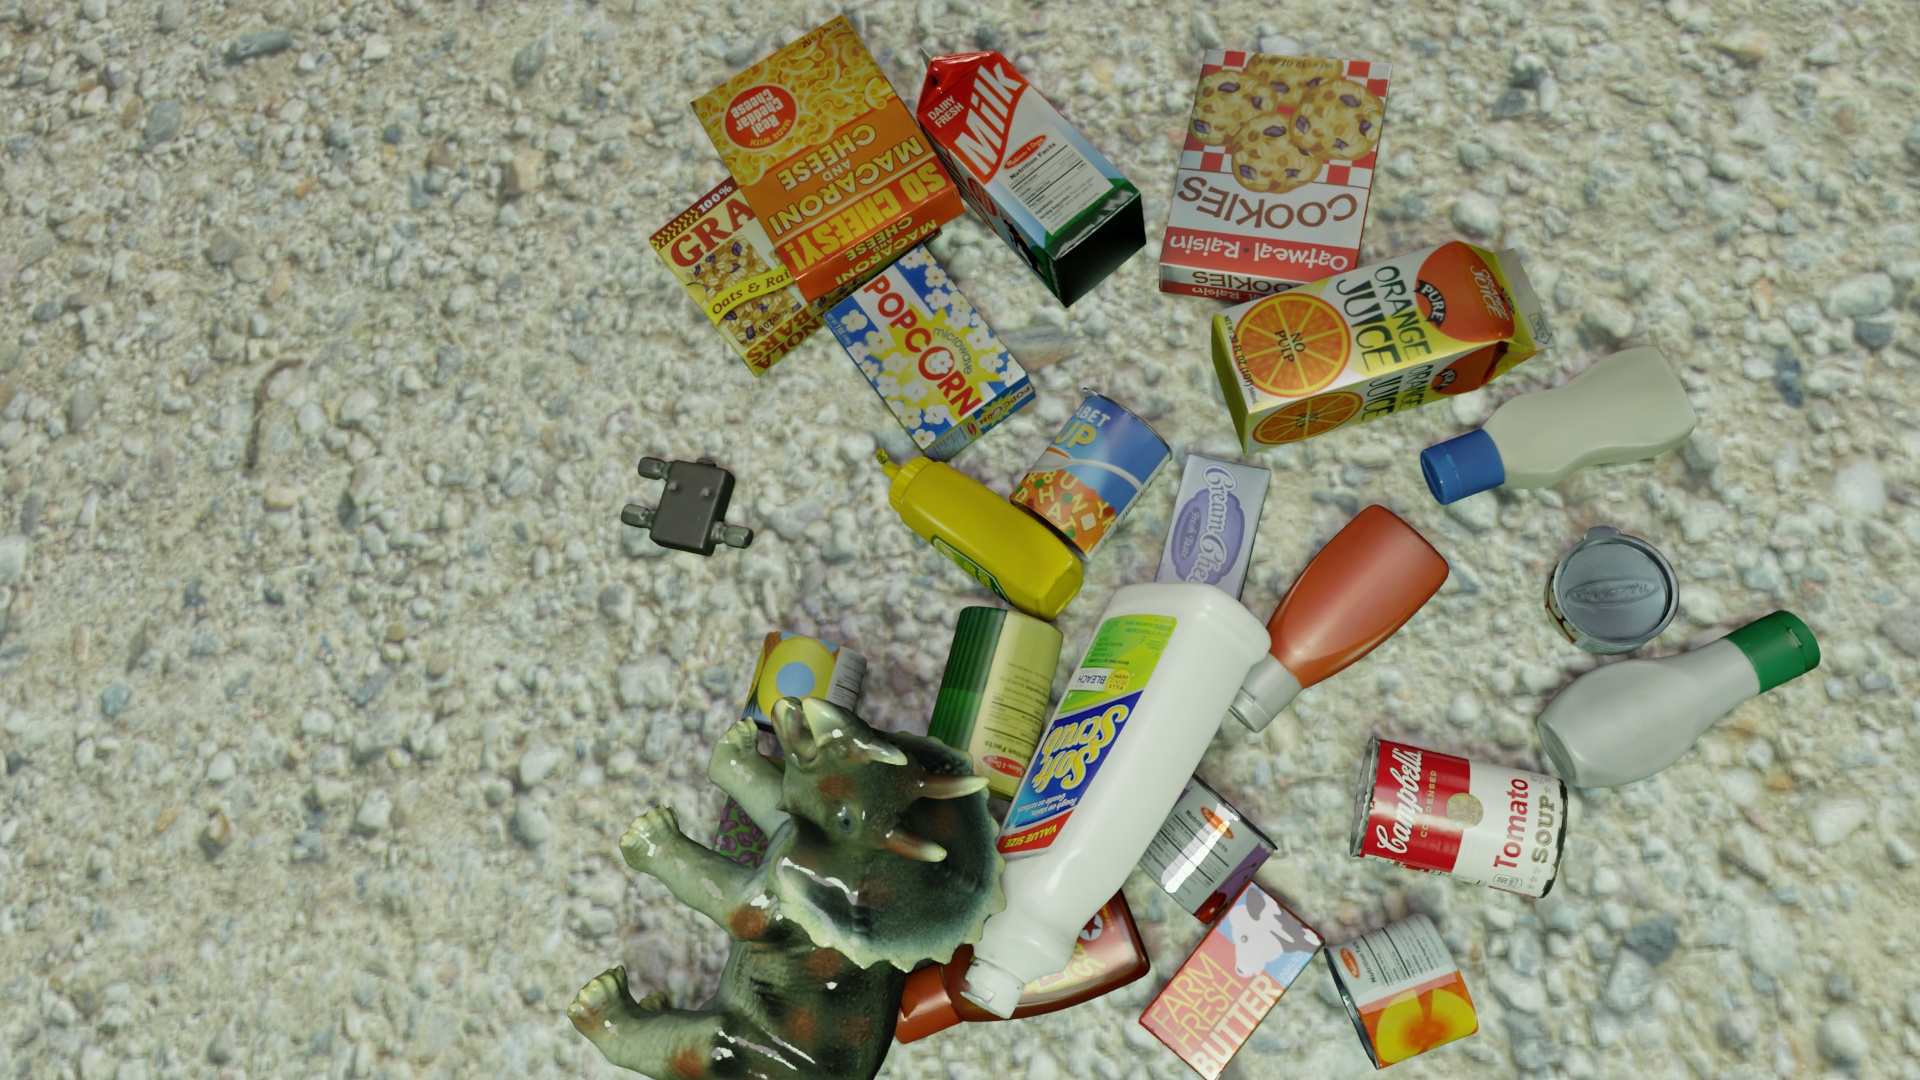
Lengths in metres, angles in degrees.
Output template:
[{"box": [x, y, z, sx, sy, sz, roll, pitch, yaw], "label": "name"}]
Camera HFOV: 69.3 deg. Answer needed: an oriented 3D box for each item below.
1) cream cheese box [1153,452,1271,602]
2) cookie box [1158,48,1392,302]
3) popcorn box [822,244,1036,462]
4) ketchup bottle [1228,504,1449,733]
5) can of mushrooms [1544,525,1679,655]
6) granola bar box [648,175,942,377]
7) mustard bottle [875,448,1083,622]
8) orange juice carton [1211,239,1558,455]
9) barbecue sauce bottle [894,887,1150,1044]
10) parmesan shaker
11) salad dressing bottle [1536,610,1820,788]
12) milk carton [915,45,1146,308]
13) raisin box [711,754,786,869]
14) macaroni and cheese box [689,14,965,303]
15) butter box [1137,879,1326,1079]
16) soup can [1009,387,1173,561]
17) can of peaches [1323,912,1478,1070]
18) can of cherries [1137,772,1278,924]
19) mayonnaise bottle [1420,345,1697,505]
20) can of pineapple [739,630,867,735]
[{"box": [0.153, 0.001, 0.855, 0.053, 0.024, 0.104, 13, 76, 15], "label": "cream cheese box"}, {"box": [0.207, -0.236, 0.912, 0.123, 0.040, 0.168, 10, 74, 14], "label": "cookie box"}, {"box": [-0.022, -0.123, 0.921, 0.085, 0.038, 0.127, -36, 70, -2], "label": "popcorn box"}, {"box": [0.214, 0.049, 0.817, 0.149, 0.043, 0.065, -43, 69, -4], "label": "ketchup bottle"}, {"box": [0.372, 0.029, 0.798, 0.071, 0.033, 0.071, -3, 72, 11], "label": "can of mushrooms"}, {"box": [-0.116, -0.212, 0.968, 0.165, 0.039, 0.124, -38, 69, -3], "label": "granola bar box"}, {"box": [0.003, -0.011, 0.870, 0.160, 0.065, 0.049, 35, 78, 25], "label": "mustard bottle"}, {"box": [0.256, -0.121, 0.848, 0.193, 0.073, 0.072, -16, 70, 5], "label": "orange juice carton"}, {"box": [0.029, 0.243, 0.792, 0.148, 0.043, 0.065, -23, 61, 4], "label": "barbecue sauce bottle"}, {"box": [0.020, 0.098, 0.831, 0.071, 0.071, 0.103, 12, 75, 15], "label": "parmesan shaker"}, {"box": [0.398, 0.086, 0.770, 0.148, 0.044, 0.064, -25, 68, 1], "label": "salad dressing bottle"}, {"box": [0.036, -0.255, 0.935, 0.073, 0.072, 0.191, -39, 71, -2], "label": "milk carton"}, {"box": [-0.082, 0.183, 0.836, 0.123, 0.040, 0.086, 11, 75, 16], "label": "raisin box"}, {"box": [-0.090, -0.258, 0.935, 0.124, 0.040, 0.167, -30, 69, 0], "label": "macaroni and cheese box"}, {"box": [0.151, 0.246, 0.777, 0.053, 0.024, 0.103, 39, 83, 19], "label": "butter box"}, {"box": [0.078, -0.040, 0.859, 0.071, 0.071, 0.084, 36, 83, 19], "label": "soup can"}, {"box": [0.235, 0.241, 0.742, 0.058, 0.071, 0.071, -23, 70, 3], "label": "can of peaches"}, {"box": [0.135, 0.172, 0.782, 0.071, 0.071, 0.058, 41, 91, 20], "label": "can of cherries"}, {"box": [0.352, -0.063, 0.828, 0.148, 0.041, 0.065, -20, 68, 6], "label": "mayonnaise bottle"}, {"box": [-0.097, 0.092, 0.853, 0.071, 0.071, 0.058, 11, 75, 14], "label": "can of pineapple"}]
